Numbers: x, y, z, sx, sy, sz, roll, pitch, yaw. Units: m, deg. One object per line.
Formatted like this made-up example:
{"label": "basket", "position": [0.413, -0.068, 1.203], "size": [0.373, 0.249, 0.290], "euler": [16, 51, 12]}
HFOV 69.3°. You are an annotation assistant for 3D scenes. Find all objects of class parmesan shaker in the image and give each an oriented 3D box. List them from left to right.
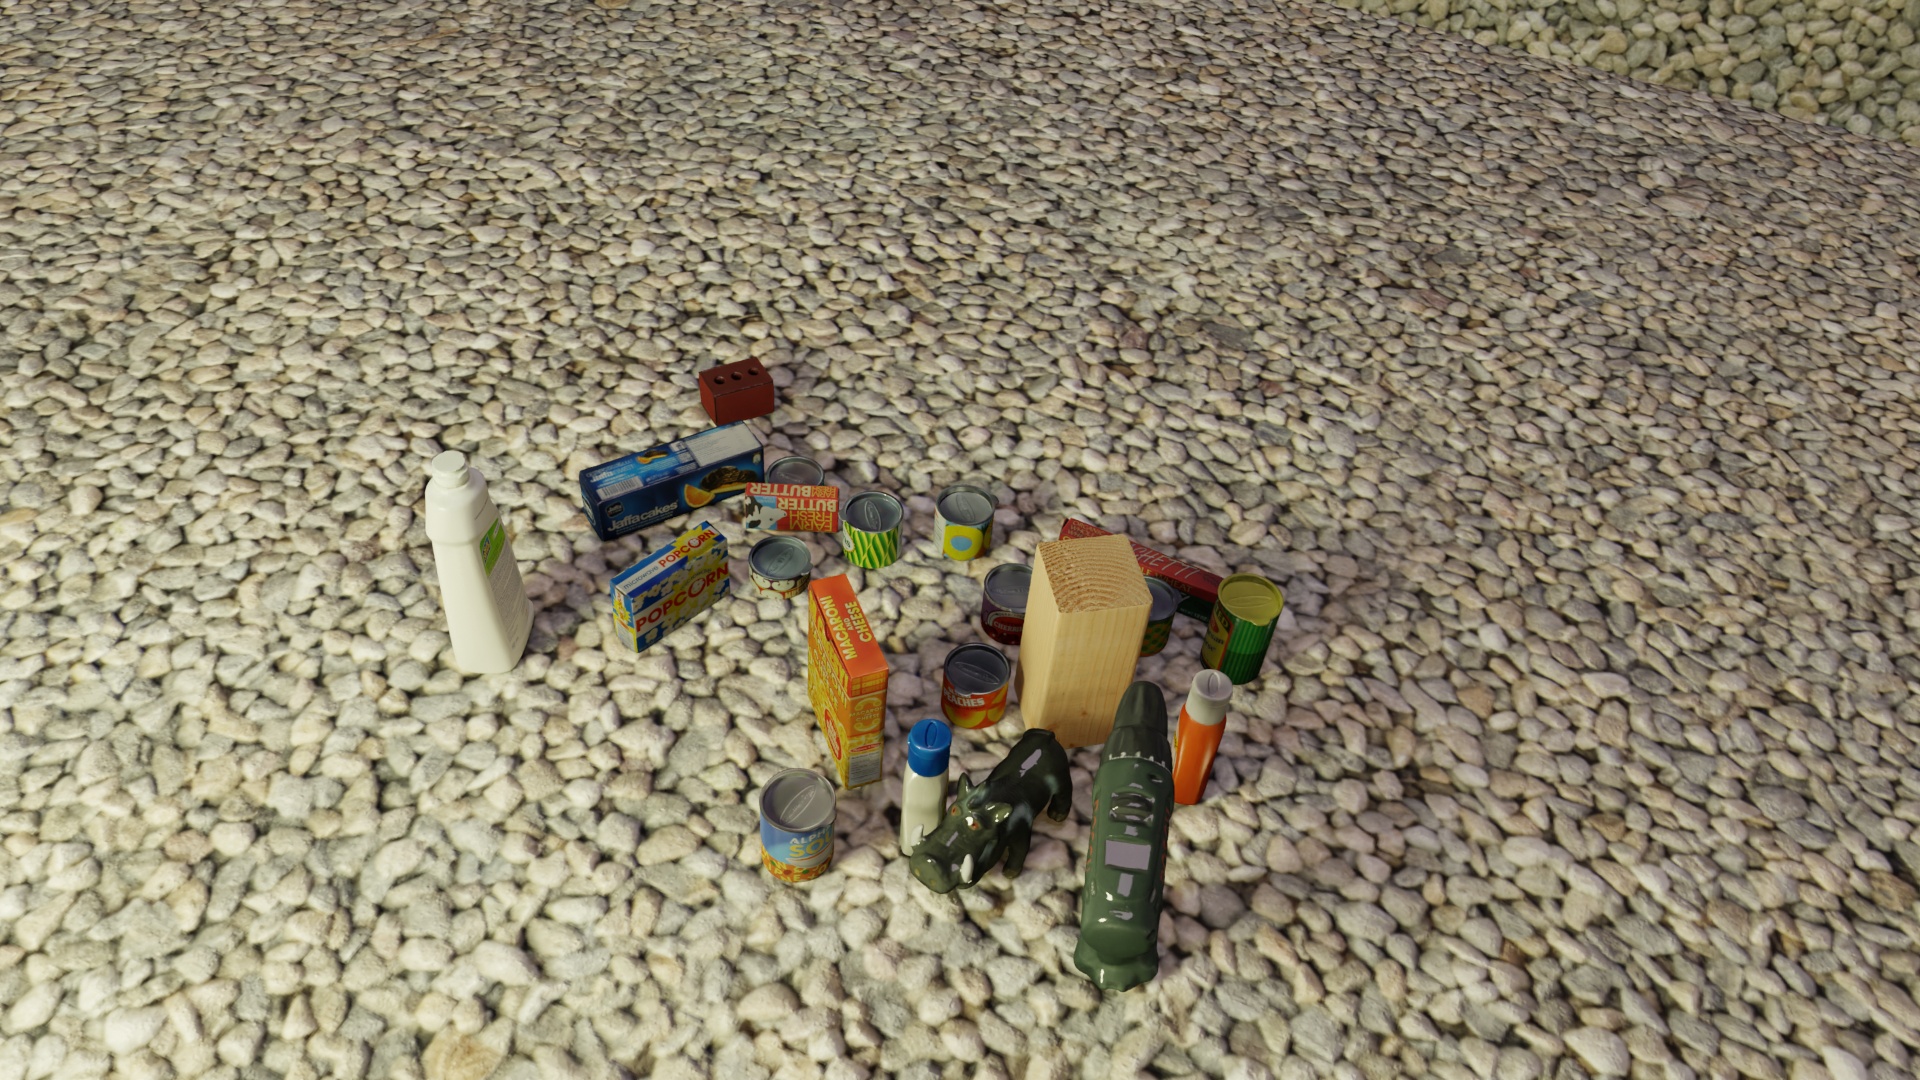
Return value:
{"label": "parmesan shaker", "position": [0.287, 0.094, 1.421], "size": [0.071, 0.102, 0.072], "euler": [3, 44, -3]}

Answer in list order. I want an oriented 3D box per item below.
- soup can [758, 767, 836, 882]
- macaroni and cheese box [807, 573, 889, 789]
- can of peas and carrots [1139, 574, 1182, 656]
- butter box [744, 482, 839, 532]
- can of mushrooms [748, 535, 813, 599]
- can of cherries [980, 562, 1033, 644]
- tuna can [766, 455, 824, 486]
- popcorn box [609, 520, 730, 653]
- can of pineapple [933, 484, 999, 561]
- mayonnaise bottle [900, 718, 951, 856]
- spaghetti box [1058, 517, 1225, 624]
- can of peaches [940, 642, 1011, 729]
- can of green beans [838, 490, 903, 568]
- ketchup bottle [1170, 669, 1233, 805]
{"label": "soup can", "position": [-0.142, 0.254, 1.226], "size": [0.071, 0.083, 0.072], "euler": [3, 44, -3]}
{"label": "macaroni and cheese box", "position": [-0.108, 0.133, 1.294], "size": [0.040, 0.165, 0.124], "euler": [-13, 47, -18]}
{"label": "can of peas and carrots", "position": [0.193, 0.079, 1.458], "size": [0.071, 0.058, 0.071], "euler": [3, 44, -3]}
{"label": "butter box", "position": [-0.186, -0.036, 1.538], "size": [0.103, 0.052, 0.024], "euler": [2, 45, -4]}
{"label": "can of mushrooms", "position": [-0.191, 0.030, 1.484], "size": [0.071, 0.033, 0.071], "euler": [3, 44, -3]}
{"label": "can of cherries", "position": [0.055, 0.068, 1.454], "size": [0.071, 0.058, 0.072], "euler": [3, 44, -3]}
{"label": "tuna can", "position": [-0.189, -0.061, 1.577], "size": [0.071, 0.032, 0.071], "euler": [3, 44, -3]}
{"label": "popcorn box", "position": [-0.295, 0.047, 1.418], "size": [0.038, 0.084, 0.127], "euler": [34, 51, 26]}
{"label": "can of pineapple", "position": [0.005, -0.019, 1.538], "size": [0.071, 0.057, 0.071], "euler": [3, 44, -3]}
{"label": "mayonnaise bottle", "position": [-0.030, 0.217, 1.230], "size": [0.041, 0.147, 0.065], "euler": [8, 44, 2]}
{"label": "spaghetti box", "position": [0.220, 0.043, 1.503], "size": [0.250, 0.049, 0.029], "euler": [22, 47, 16]}
{"label": "can of peaches", "position": [0.013, 0.145, 1.371], "size": [0.071, 0.057, 0.071], "euler": [3, 44, -3]}
{"label": "can of green beans", "position": [-0.096, -0.011, 1.519], "size": [0.071, 0.057, 0.071], "euler": [3, 44, -3]}
{"label": "ketchup bottle", "position": [0.222, 0.181, 1.294], "size": [0.043, 0.148, 0.065], "euler": [12, 45, 6]}
